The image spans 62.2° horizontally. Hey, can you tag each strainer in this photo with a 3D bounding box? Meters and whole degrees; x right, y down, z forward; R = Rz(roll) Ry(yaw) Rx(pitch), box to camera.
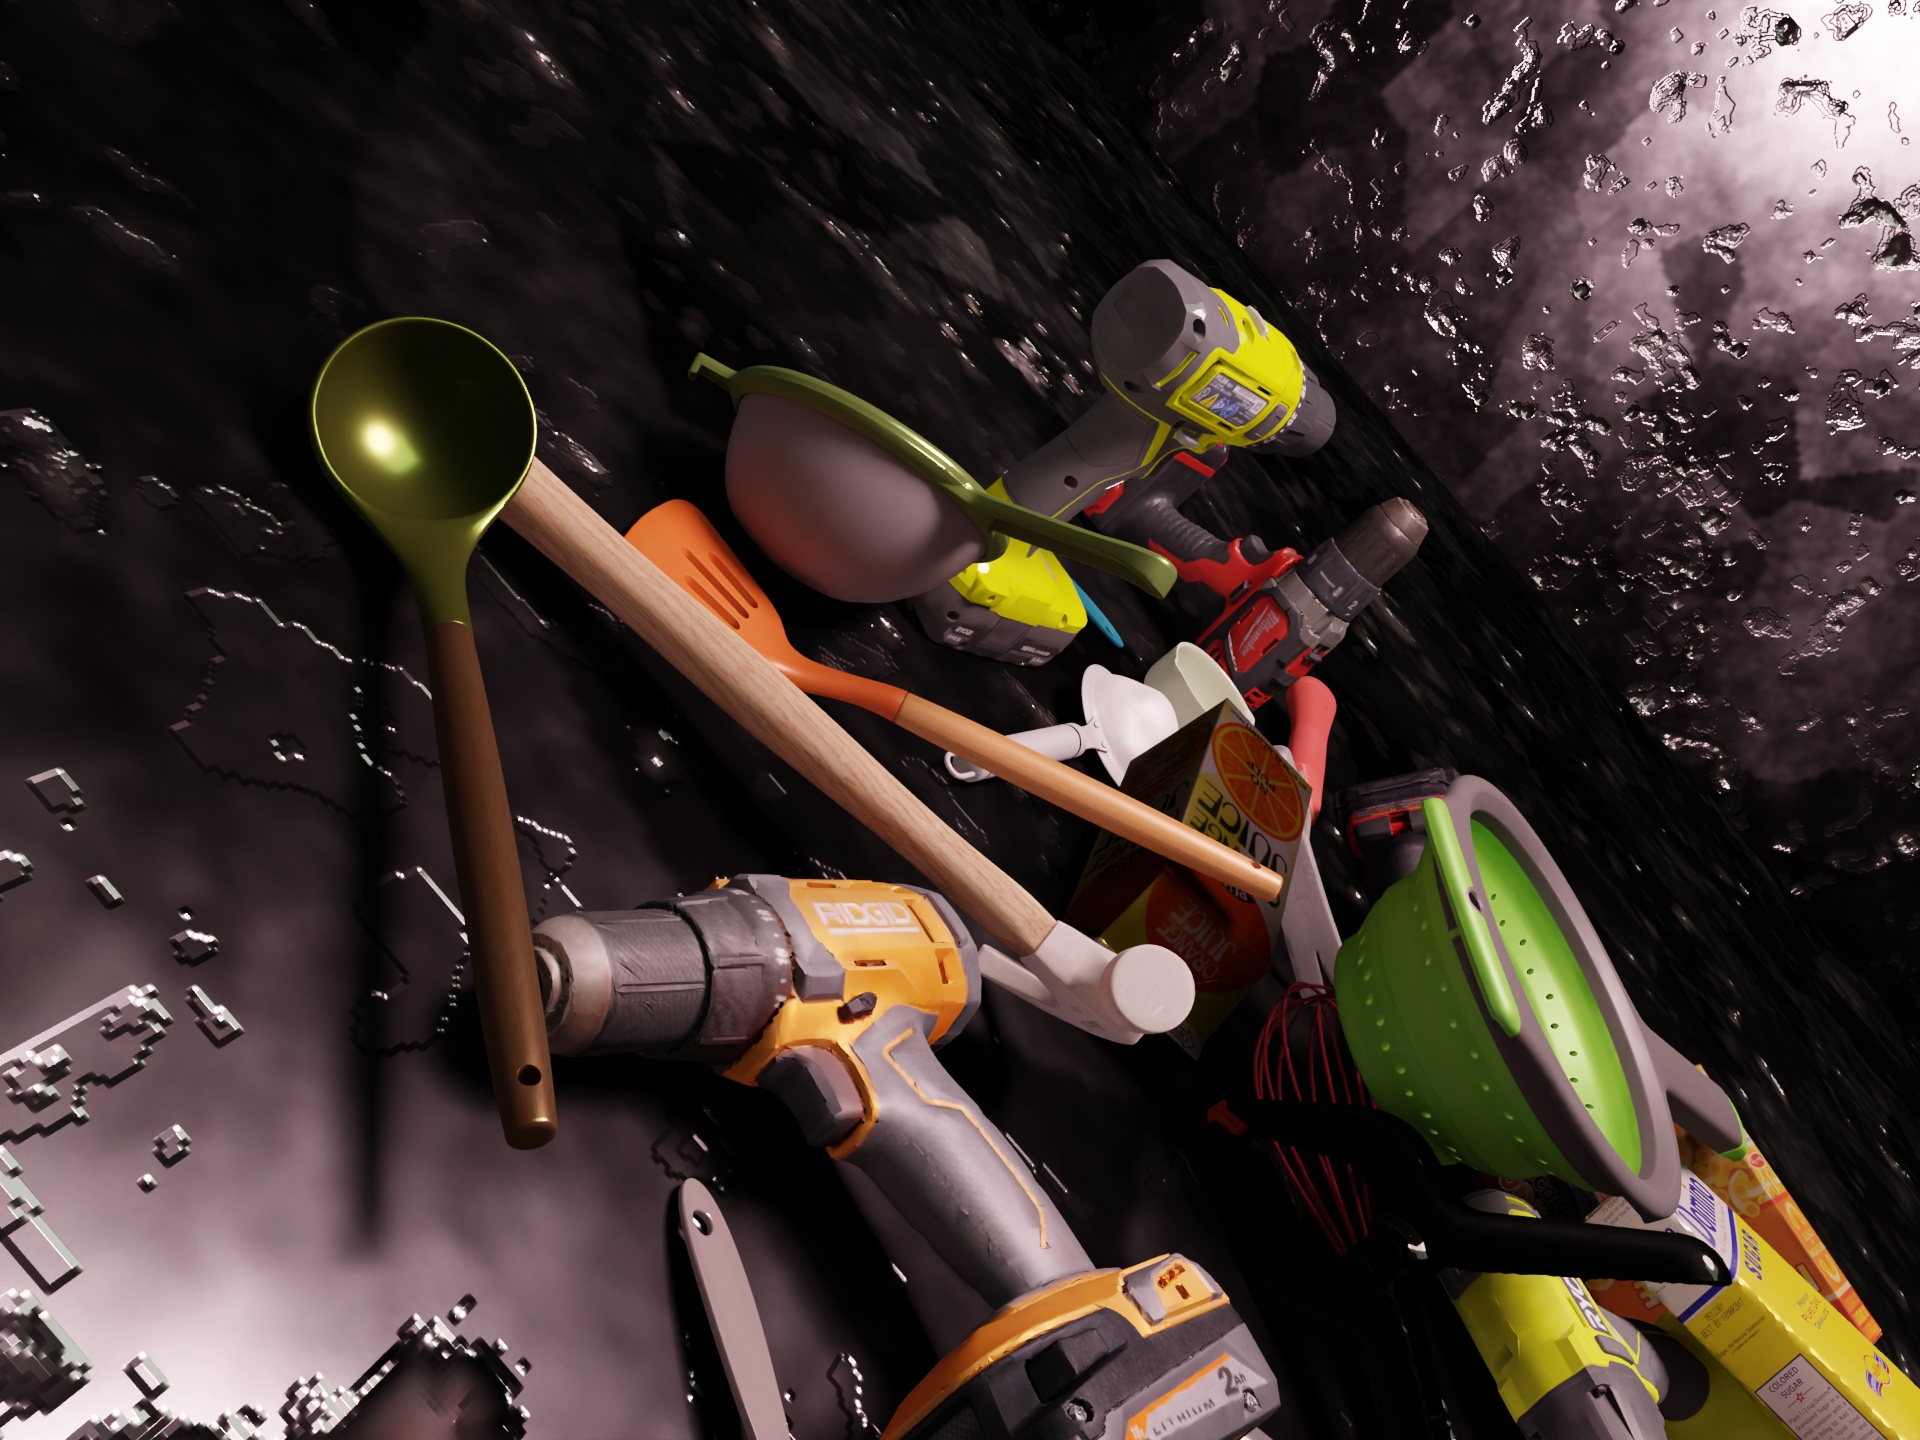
[{"bbox_3d":[-0.019,-0.078,0.715,0.257,0.069,0.151,25,-11,39],"label":"strainer"},{"bbox_3d":[0.064,0.011,0.856,0.258,0.050,0.087,-10,77,-57],"label":"strainer"}]

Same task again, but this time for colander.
[{"bbox_3d":[0.285,0.168,0.776,0.396,0.094,0.205,33,38,-42],"label":"colander"}]

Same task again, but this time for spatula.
[{"bbox_3d":[-0.001,-0.002,0.701,0.322,0.041,0.081,26,28,0],"label":"spatula"}]

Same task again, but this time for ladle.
[{"bbox_3d":[-0.153,-0.017,0.489,0.078,0.062,0.321,0,44,-26],"label":"ladle"}]

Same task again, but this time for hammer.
[{"bbox_3d":[-0.057,0.010,0.617,0.331,0.031,0.130,41,-16,2],"label":"hammer"},{"bbox_3d":[0.227,0.046,1.040,0.359,0.037,0.149,-47,120,-70],"label":"hammer"}]

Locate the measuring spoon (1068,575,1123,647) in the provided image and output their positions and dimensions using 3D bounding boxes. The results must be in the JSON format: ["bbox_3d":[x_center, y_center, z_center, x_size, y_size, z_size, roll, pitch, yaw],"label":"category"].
[{"bbox_3d":[0.061,-0.081,1.006,0.128,0.021,0.042,43,24,-34],"label":"measuring spoon"}]

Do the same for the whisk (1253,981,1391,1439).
[{"bbox_3d":[0.184,0.246,0.710,0.073,0.073,0.296,31,38,-34],"label":"whisk"}]

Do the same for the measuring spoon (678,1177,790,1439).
[{"bbox_3d":[-0.064,0.185,0.445,0.034,0.018,0.124,34,22,-47],"label":"measuring spoon"}]

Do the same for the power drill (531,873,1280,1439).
[{"bbox_3d":[-0.025,0.139,0.480,0.185,0.084,0.226,10,37,-53],"label":"power drill"}]

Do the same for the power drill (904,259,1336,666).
[{"bbox_3d":[0.086,-0.130,0.857,0.190,0.228,0.080,12,44,-52],"label":"power drill"}]

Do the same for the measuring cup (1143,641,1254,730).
[{"bbox_3d":[0.154,0.025,0.983,0.083,0.038,0.168,31,36,-36],"label":"measuring cup"}]

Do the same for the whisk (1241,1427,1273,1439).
[{"bbox_3d":[0.167,0.319,0.553,0.239,0.055,0.055,39,24,12],"label":"whisk"}]

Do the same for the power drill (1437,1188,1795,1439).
[{"bbox_3d":[0.343,0.342,0.788,0.223,0.080,0.171,31,21,-29],"label":"power drill"}]

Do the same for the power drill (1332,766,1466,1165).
[{"bbox_3d":[0.279,0.148,0.934,0.220,0.078,0.143,-84,153,-44],"label":"power drill"}]

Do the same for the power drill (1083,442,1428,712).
[{"bbox_3d":[0.194,-0.136,1.095,0.080,0.188,0.227,13,40,-52],"label":"power drill"}]
